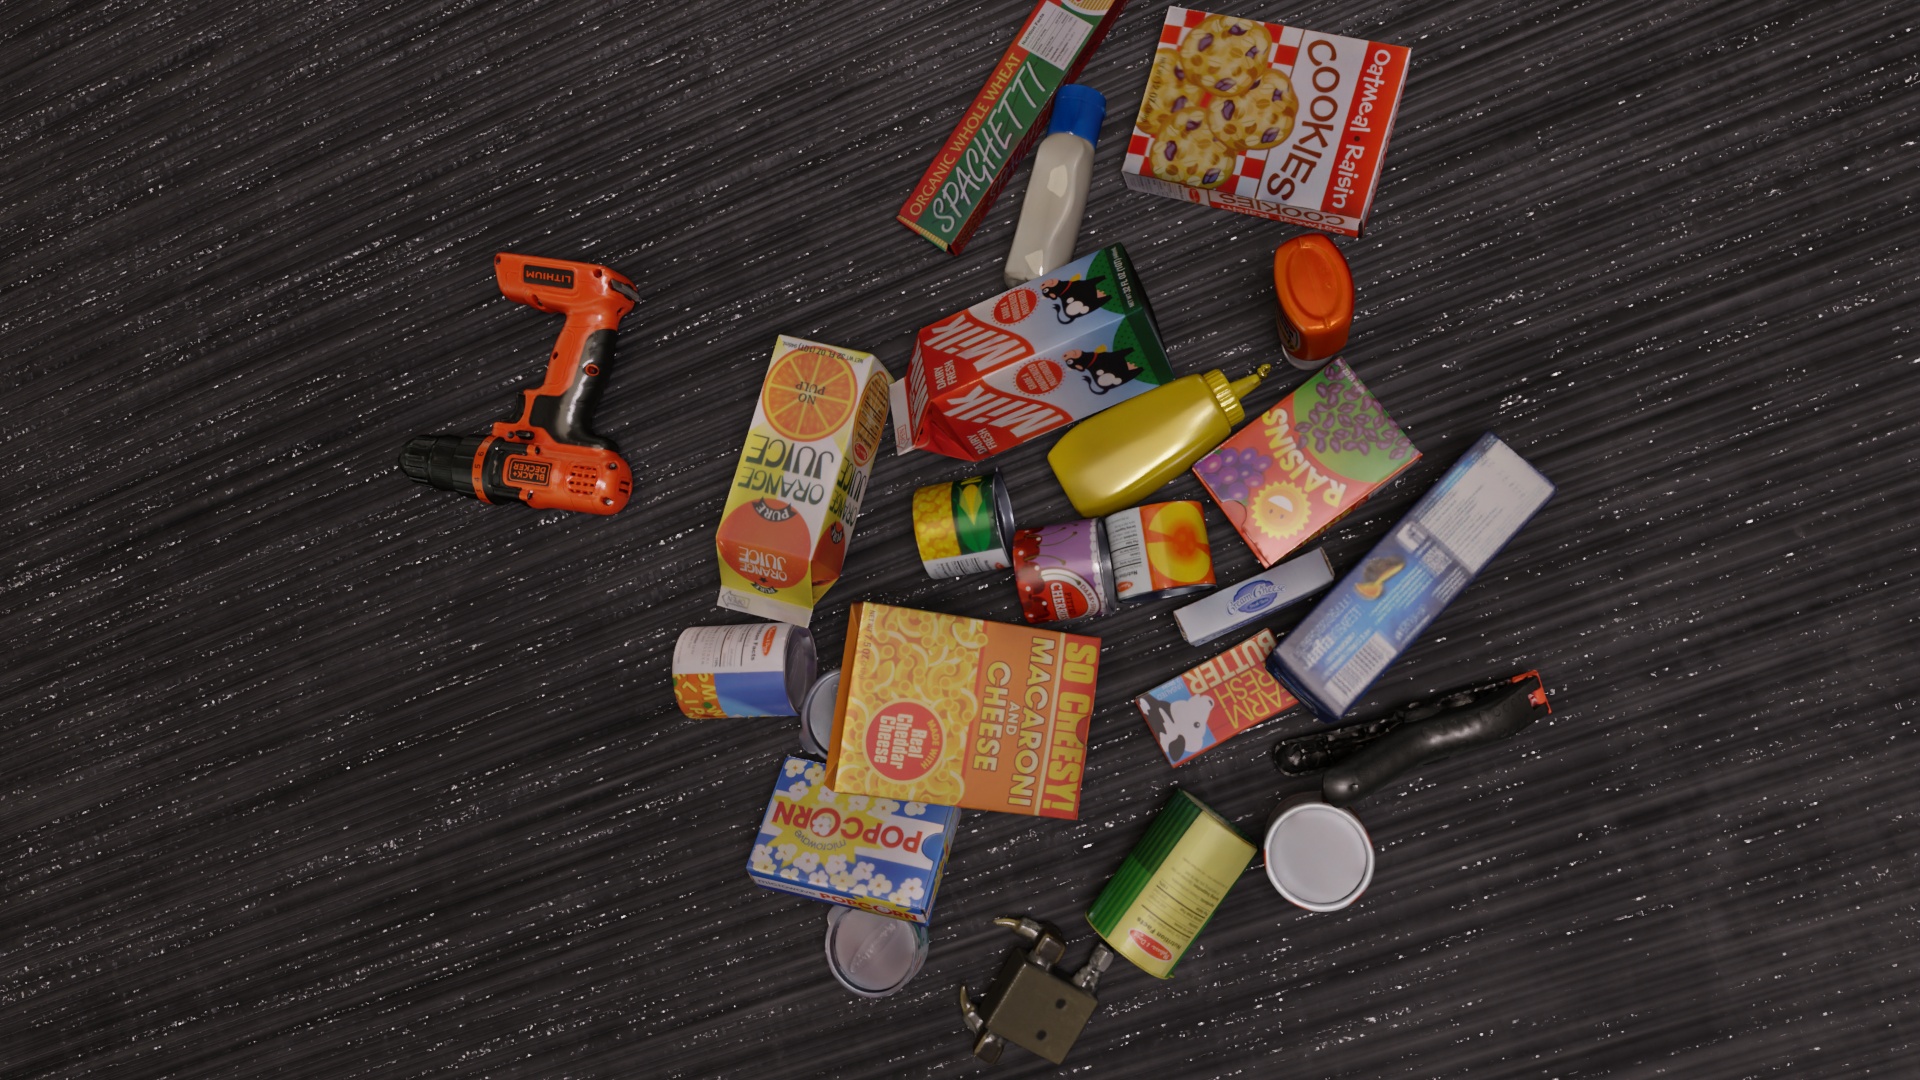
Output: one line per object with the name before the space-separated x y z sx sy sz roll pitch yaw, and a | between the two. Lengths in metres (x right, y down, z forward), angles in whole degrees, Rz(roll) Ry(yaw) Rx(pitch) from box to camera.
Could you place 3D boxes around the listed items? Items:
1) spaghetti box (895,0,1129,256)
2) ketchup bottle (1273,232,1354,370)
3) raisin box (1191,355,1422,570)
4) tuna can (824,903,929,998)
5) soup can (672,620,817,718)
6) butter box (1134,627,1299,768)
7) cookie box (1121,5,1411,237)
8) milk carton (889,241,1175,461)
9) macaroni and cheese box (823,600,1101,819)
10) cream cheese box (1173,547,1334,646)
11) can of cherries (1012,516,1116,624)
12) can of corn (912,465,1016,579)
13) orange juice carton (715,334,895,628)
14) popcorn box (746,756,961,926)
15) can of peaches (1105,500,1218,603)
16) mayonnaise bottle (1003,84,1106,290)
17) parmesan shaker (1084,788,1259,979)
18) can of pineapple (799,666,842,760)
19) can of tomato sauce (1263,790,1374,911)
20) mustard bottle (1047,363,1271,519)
spaghetti box | 0.043 -0.320 1.000 0.050 0.028 0.250 34 91 14
ketchup bottle | 0.222 -0.142 0.877 0.043 0.149 0.065 -16 80 11
raisin box | 0.228 -0.049 0.921 0.123 0.040 0.086 -37 78 7
tuna can | -0.058 0.274 0.949 0.071 0.033 0.071 -1 83 12
soup can | -0.150 0.093 0.976 0.084 0.071 0.071 -4 83 13
butter box | 0.173 0.104 0.922 0.103 0.024 0.053 -29 78 8
cookie box | 0.209 -0.288 0.954 0.167 0.040 0.123 16 87 15
milk carton | 0.039 -0.118 0.938 0.190 0.073 0.073 -21 48 14
macaroni and cheese box | 0.003 0.113 0.914 0.167 0.040 0.123 10 85 -15
cream cheese box | 0.193 0.038 0.911 0.104 0.053 0.024 -25 77 9
can of cherries | 0.070 0.023 0.932 0.058 0.071 0.071 -9 82 12
can of corn | 0.003 -0.012 0.953 0.058 0.071 0.071 -11 81 12
orange juice carton | -0.111 -0.039 0.970 0.072 0.073 0.193 14 81 14
popcorn box | -0.071 0.203 0.941 0.127 0.038 0.085 9 56 14
can of peaches | 0.135 0.008 0.923 0.071 0.071 0.058 -11 81 11
mayonnaise bottle | 0.068 -0.243 0.970 0.041 0.064 0.148 12 82 15
parmesan shaker | 0.139 0.221 0.896 0.071 0.071 0.103 36 91 14
can of pineapple | -0.071 0.121 0.958 0.071 0.058 0.071 -2 83 13
can of tomato sauce | 0.225 0.195 0.870 0.071 0.083 0.071 -1 84 13
mustard bottle | 0.140 -0.074 0.939 0.160 0.049 0.065 -29 74 7
